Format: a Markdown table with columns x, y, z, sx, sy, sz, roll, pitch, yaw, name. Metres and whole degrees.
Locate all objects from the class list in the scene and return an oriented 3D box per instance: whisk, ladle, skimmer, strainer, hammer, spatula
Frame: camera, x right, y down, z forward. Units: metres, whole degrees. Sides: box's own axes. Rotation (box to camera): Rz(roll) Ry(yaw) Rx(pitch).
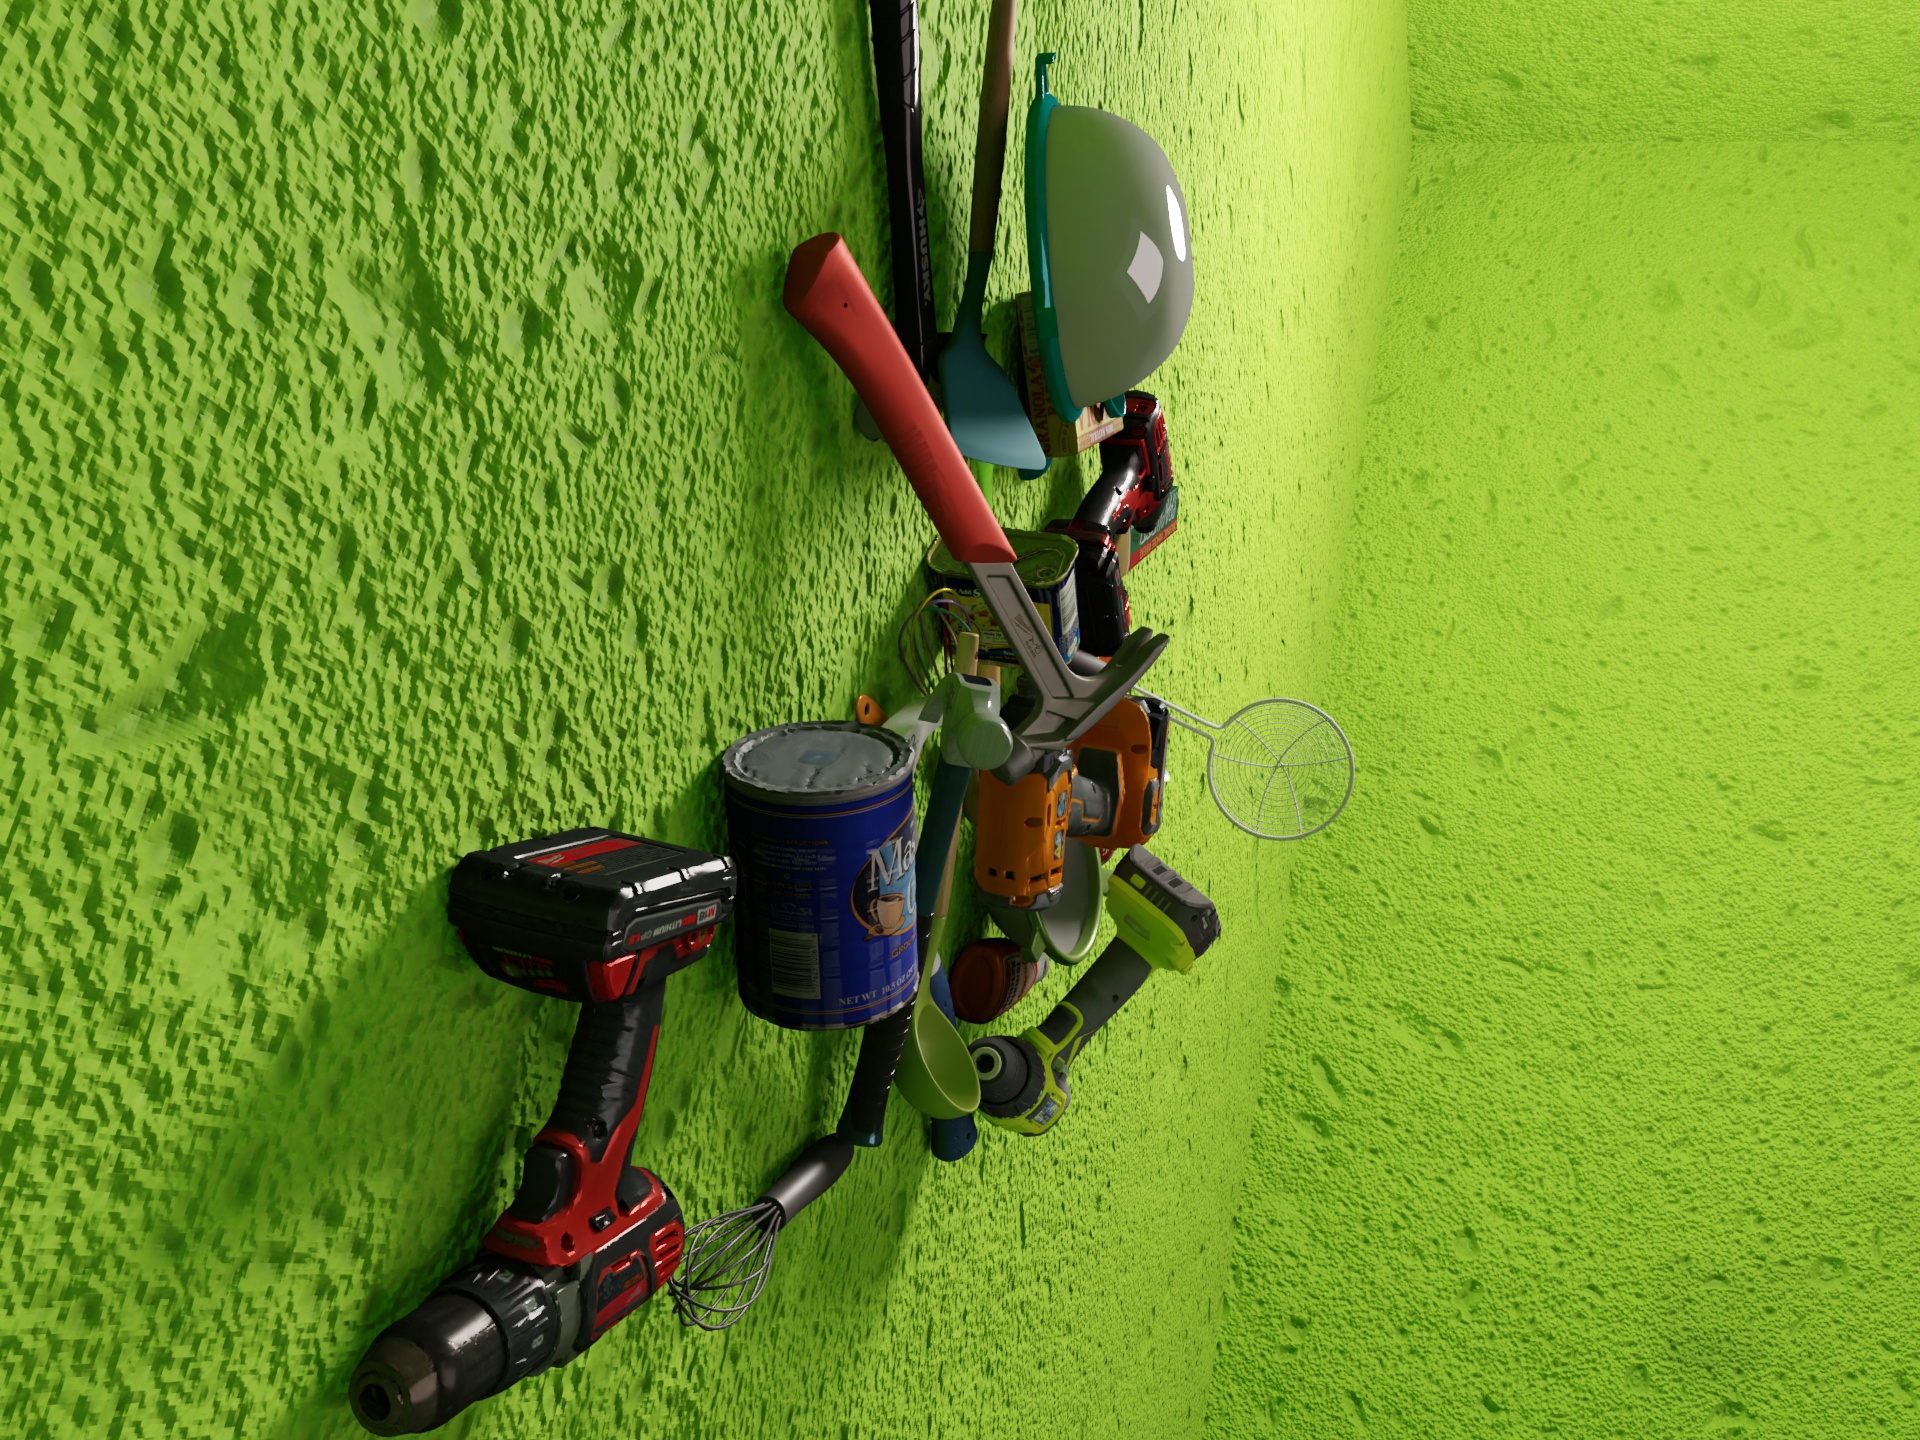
| x | y | z | sx | sy | sz | roll | pitch | yaw | name |
| --- | --- | --- | --- | --- | --- | --- | --- | --- | --- |
| -0.109 | 0.290 | 0.935 | 0.239 | 0.055 | 0.055 | -20 | 115 | -72 | whisk |
| -0.001 | 0.103 | 1.038 | 0.078 | 0.062 | 0.320 | -17 | 115 | -74 | ladle |
| 0.185 | 0.000 | 1.333 | 0.363 | 0.090 | 0.127 | 24 | 102 | -36 | skimmer |
| 0.000 | -0.005 | 1.139 | 0.244 | 0.051 | 0.047 | 77 | 22 | -50 | whisk |
| 0.080 | 0.134 | 1.335 | 0.256 | 0.069 | 0.151 | 22 | 62 | -62 | strainer |
| -0.029 | 0.124 | 0.967 | 0.128 | 0.033 | 0.331 | -105 | -152 | -65 | hammer |
| 0.119 | -0.291 | 1.104 | 0.340 | 0.095 | 0.211 | 44 | 45 | -71 | strainer |
| -0.021 | 0.164 | 1.133 | 0.144 | 0.035 | 0.405 | -51 | 145 | -44 | hammer |
| -0.032 | -0.346 | 0.943 | 0.146 | 0.035 | 0.334 | -50 | 142 | -55 | hammer |
| 0.024 | -0.316 | 0.986 | 0.082 | 0.044 | 0.317 | 3 | 93 | -41 | spatula |
| 0.006 | -0.130 | 0.945 | 0.149 | 0.037 | 0.358 | -42 | 125 | -16 | hammer |

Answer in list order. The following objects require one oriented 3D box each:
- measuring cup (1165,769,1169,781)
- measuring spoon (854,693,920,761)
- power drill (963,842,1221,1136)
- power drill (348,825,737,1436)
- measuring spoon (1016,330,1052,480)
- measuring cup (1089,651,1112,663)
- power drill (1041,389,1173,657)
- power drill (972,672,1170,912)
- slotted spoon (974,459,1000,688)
| x | y | z | sx | sy | sz | roll | pitch | yaw | name |
| --- | --- | --- | --- | --- | --- | --- | --- | --- | --- |
| 0.109 | 0.027 | 1.339 | 0.167 | 0.038 | 0.083 | 25 | 47 | -35 | measuring cup |
| -0.047 | 0.008 | 1.054 | 0.116 | 0.011 | 0.021 | 52 | 49 | -64 | measuring spoon |
| 0.090 | 0.207 | 1.184 | 0.228 | 0.080 | 0.190 | -48 | 157 | -7 | power drill |
| -0.175 | 0.170 | 0.671 | 0.188 | 0.080 | 0.226 | -10 | 109 | -69 | power drill |
| 0.058 | -0.248 | 1.242 | 0.042 | 0.021 | 0.128 | -57 | 148 | -51 | measuring spoon |
| 0.111 | -0.006 | 1.431 | 0.173 | 0.052 | 0.095 | 66 | 36 | -58 | measuring cup |
| 0.129 | -0.165 | 1.370 | 0.143 | 0.078 | 0.220 | 74 | 33 | -48 | power drill |
| 0.081 | 0.036 | 1.168 | 0.226 | 0.084 | 0.164 | -18 | 114 | -62 | power drill |
| 0.020 | -0.118 | 1.177 | 0.070 | 0.031 | 0.313 | -51 | 144 | -56 | slotted spoon |
